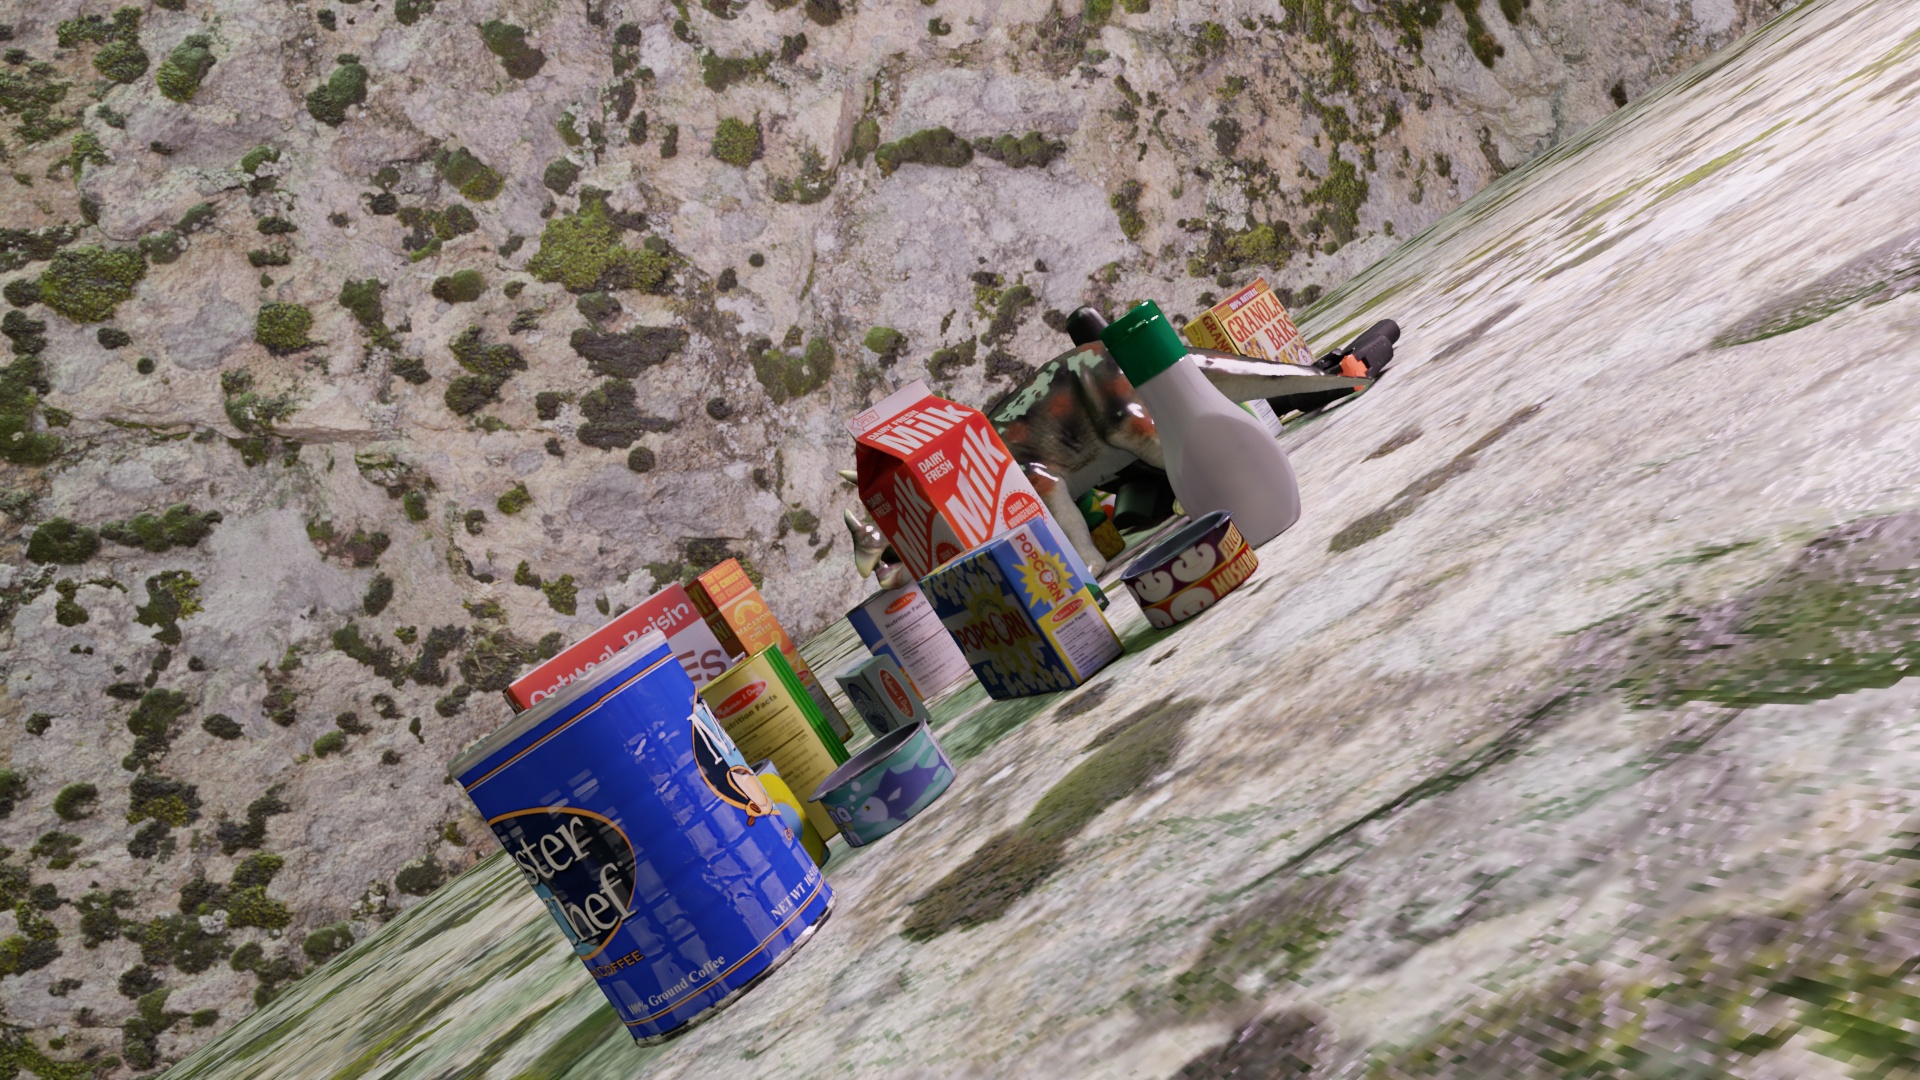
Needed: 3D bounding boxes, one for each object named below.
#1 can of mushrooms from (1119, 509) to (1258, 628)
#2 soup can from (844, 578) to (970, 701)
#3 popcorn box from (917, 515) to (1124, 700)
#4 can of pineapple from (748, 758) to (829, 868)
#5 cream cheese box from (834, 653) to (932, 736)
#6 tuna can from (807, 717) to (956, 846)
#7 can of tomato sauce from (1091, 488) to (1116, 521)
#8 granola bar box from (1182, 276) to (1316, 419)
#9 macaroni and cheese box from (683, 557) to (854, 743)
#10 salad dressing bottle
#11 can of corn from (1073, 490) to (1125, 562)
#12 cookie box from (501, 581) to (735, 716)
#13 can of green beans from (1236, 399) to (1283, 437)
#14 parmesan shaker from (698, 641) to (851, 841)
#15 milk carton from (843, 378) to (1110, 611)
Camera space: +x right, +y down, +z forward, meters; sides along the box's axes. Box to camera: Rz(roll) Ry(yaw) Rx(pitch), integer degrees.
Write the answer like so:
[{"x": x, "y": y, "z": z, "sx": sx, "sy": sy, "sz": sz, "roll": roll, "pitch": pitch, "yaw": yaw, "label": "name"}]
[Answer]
[{"x": 0.121, "y": 0.014, "z": 0.722, "sx": 0.071, "sy": 0.033, "sz": 0.071, "roll": -33, "pitch": 2, "yaw": 2, "label": "can of mushrooms"}, {"x": -0.036, "y": 0.072, "z": 1.035, "sx": 0.071, "sy": 0.083, "sz": 0.071, "roll": -33, "pitch": 2, "yaw": 2, "label": "soup can"}, {"x": 0.030, "y": 0.040, "z": 0.765, "sx": 0.038, "sy": 0.085, "sz": 0.126, "roll": -34, "pitch": 2, "yaw": -21, "label": "popcorn box"}, {"x": -0.107, "y": 0.150, "z": 0.693, "sx": 0.071, "sy": 0.058, "sz": 0.071, "roll": -33, "pitch": 2, "yaw": 2, "label": "can of pineapple"}, {"x": -0.054, "y": 0.106, "z": 0.938, "sx": 0.024, "sy": 0.053, "sz": 0.103, "roll": -34, "pitch": 2, "yaw": -16, "label": "cream cheese box"}, {"x": -0.038, "y": 0.121, "z": 0.686, "sx": 0.071, "sy": 0.033, "sz": 0.071, "roll": -33, "pitch": 2, "yaw": 2, "label": "tuna can"}, {"x": 0.120, "y": -0.044, "z": 1.300, "sx": 0.071, "sy": 0.083, "sz": 0.071, "roll": -33, "pitch": 2, "yaw": 2, "label": "can of tomato sauce"}, {"x": 0.294, "y": -0.186, "z": 1.373, "sx": 0.039, "sy": 0.124, "sz": 0.166, "roll": -32, "pitch": 3, "yaw": 35, "label": "granola bar box"}, {"x": -0.169, "y": 0.106, "z": 1.099, "sx": 0.040, "sy": 0.166, "sz": 0.123, "roll": -35, "pitch": 3, "yaw": -36, "label": "macaroni and cheese box"}, {"x": 0.133, "y": -0.065, "z": 0.778, "sx": 0.064, "sy": 0.147, "sz": 0.044, "roll": -33, "pitch": 2, "yaw": 4, "label": "salad dressing bottle"}, {"x": 0.094, "y": -0.004, "z": 1.138, "sx": 0.071, "sy": 0.058, "sz": 0.071, "roll": -33, "pitch": 2, "yaw": 2, "label": "can of corn"}, {"x": -0.185, "y": 0.128, "z": 0.865, "sx": 0.123, "sy": 0.167, "sz": 0.040, "roll": -34, "pitch": 2, "yaw": -29, "label": "cookie box"}, {"x": 0.241, "y": -0.104, "z": 1.221, "sx": 0.071, "sy": 0.058, "sz": 0.071, "roll": -33, "pitch": 2, "yaw": 2, "label": "can of green beans"}, {"x": -0.104, "y": 0.118, "z": 0.763, "sx": 0.071, "sy": 0.103, "sz": 0.071, "roll": -33, "pitch": 2, "yaw": 2, "label": "parmesan shaker"}, {"x": 0.003, "y": -0.011, "z": 0.893, "sx": 0.073, "sy": 0.190, "sz": 0.073, "roll": -35, "pitch": 2, "yaw": -34, "label": "milk carton"}]
